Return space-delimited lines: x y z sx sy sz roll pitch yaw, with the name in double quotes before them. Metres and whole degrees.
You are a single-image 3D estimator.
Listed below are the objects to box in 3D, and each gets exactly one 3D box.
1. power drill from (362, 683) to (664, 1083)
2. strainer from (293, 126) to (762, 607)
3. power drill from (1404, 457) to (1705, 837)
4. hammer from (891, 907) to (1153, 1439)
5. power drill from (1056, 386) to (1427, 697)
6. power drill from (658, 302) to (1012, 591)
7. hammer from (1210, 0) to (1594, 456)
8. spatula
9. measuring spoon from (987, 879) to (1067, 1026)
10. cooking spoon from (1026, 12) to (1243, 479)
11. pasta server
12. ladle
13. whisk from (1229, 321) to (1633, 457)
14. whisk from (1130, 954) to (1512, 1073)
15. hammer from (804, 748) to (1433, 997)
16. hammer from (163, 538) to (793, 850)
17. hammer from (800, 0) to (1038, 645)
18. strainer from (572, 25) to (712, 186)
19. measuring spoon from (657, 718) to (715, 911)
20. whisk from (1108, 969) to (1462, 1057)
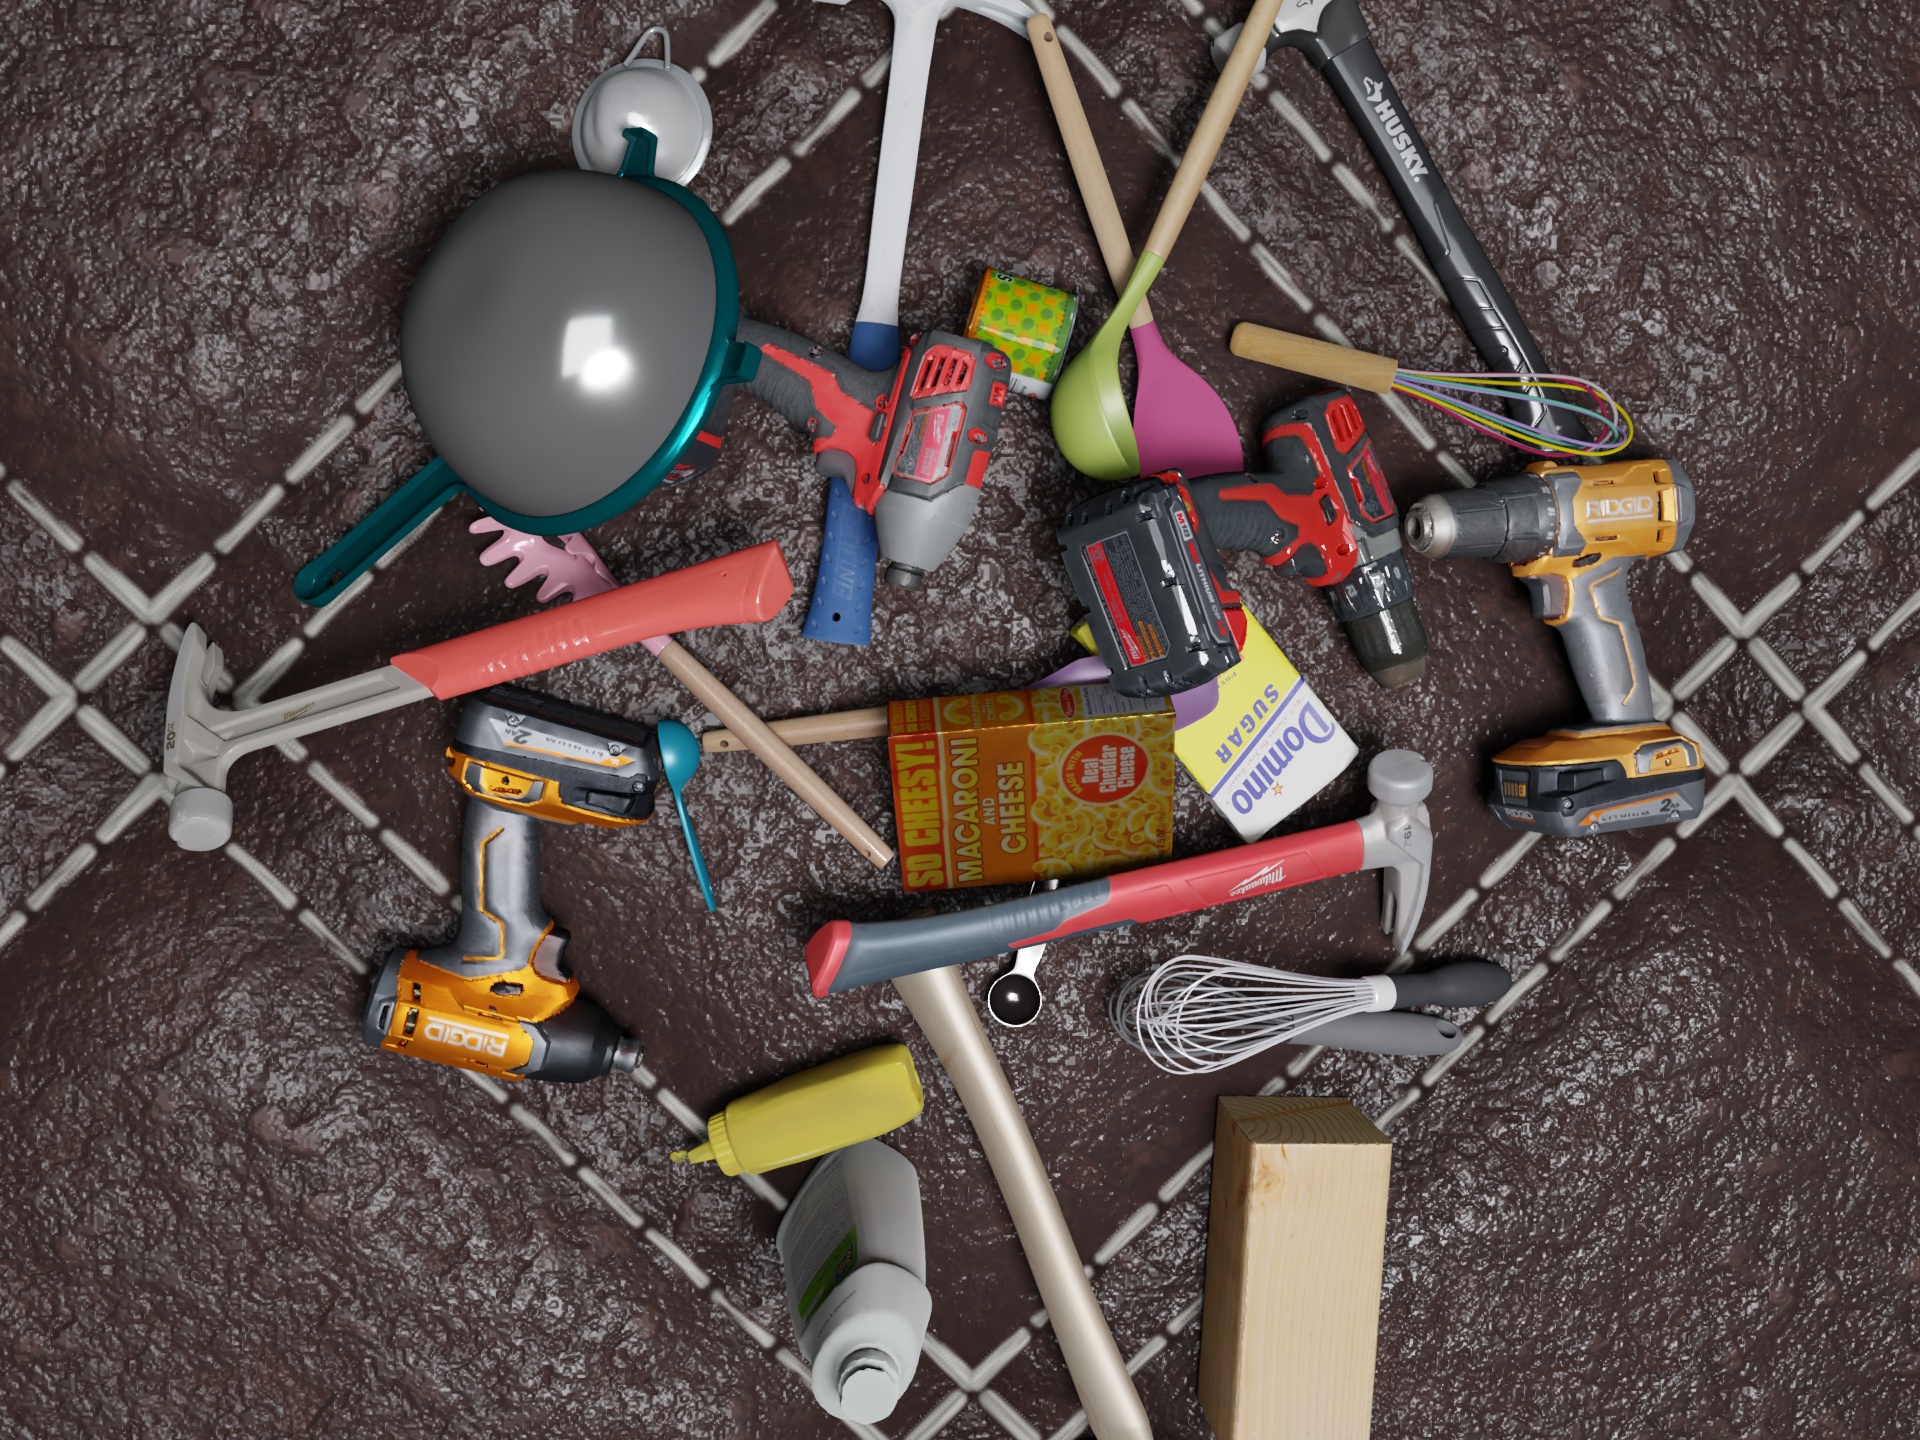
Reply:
"power drill" -0.248 0.108 0.951 0.164 0.084 0.226 17 98 -8
"strainer" -0.277 -0.176 0.866 0.340 0.095 0.211 -35 62 18
"power drill" 0.365 -0.046 0.978 0.185 0.084 0.226 -6 94 -17
"hammer" 0.054 0.308 0.985 0.038 0.146 0.410 -26 94 -44
"power drill" 0.181 -0.083 0.930 0.226 0.080 0.188 -25 95 -35
"power drill" -0.090 -0.163 0.902 0.220 0.078 0.143 16 95 13
"hammer" 0.299 -0.309 0.979 0.146 0.035 0.334 -32 98 -1
"spatula" -0.002 -0.003 0.967 0.316 0.018 0.059 -6 113 5
"measuring spoon" 0.047 0.134 1.014 0.034 0.018 0.124 17 87 0
"cooking spoon" 0.101 -0.263 0.957 0.069 0.017 0.318 -24 106 -8
"pasta server" -0.161 -0.020 0.949 0.316 0.060 0.040 44 47 -3
"ladle" 0.134 -0.290 0.923 0.062 0.078 0.320 24 89 24
"whisk" 0.285 -0.205 0.968 0.245 0.051 0.047 16 90 8
"whisk" 0.230 0.170 0.982 0.284 0.070 0.070 -1 96 -25
"hammer" 0.100 0.120 0.962 0.386 0.038 0.143 -12 125 -8
"hammer" -0.271 -0.041 0.894 0.359 0.036 0.149 -17 53 2
"hammer" -0.043 -0.247 0.953 0.144 0.035 0.405 7 95 -6
"strainer" -0.196 -0.280 0.935 0.087 0.050 0.258 8 99 10
"measuring spoon" -0.159 0.058 0.970 0.021 0.042 0.128 -13 110 -3
"whisk" 0.211 0.193 1.020 0.239 0.055 0.055 7 95 -11
